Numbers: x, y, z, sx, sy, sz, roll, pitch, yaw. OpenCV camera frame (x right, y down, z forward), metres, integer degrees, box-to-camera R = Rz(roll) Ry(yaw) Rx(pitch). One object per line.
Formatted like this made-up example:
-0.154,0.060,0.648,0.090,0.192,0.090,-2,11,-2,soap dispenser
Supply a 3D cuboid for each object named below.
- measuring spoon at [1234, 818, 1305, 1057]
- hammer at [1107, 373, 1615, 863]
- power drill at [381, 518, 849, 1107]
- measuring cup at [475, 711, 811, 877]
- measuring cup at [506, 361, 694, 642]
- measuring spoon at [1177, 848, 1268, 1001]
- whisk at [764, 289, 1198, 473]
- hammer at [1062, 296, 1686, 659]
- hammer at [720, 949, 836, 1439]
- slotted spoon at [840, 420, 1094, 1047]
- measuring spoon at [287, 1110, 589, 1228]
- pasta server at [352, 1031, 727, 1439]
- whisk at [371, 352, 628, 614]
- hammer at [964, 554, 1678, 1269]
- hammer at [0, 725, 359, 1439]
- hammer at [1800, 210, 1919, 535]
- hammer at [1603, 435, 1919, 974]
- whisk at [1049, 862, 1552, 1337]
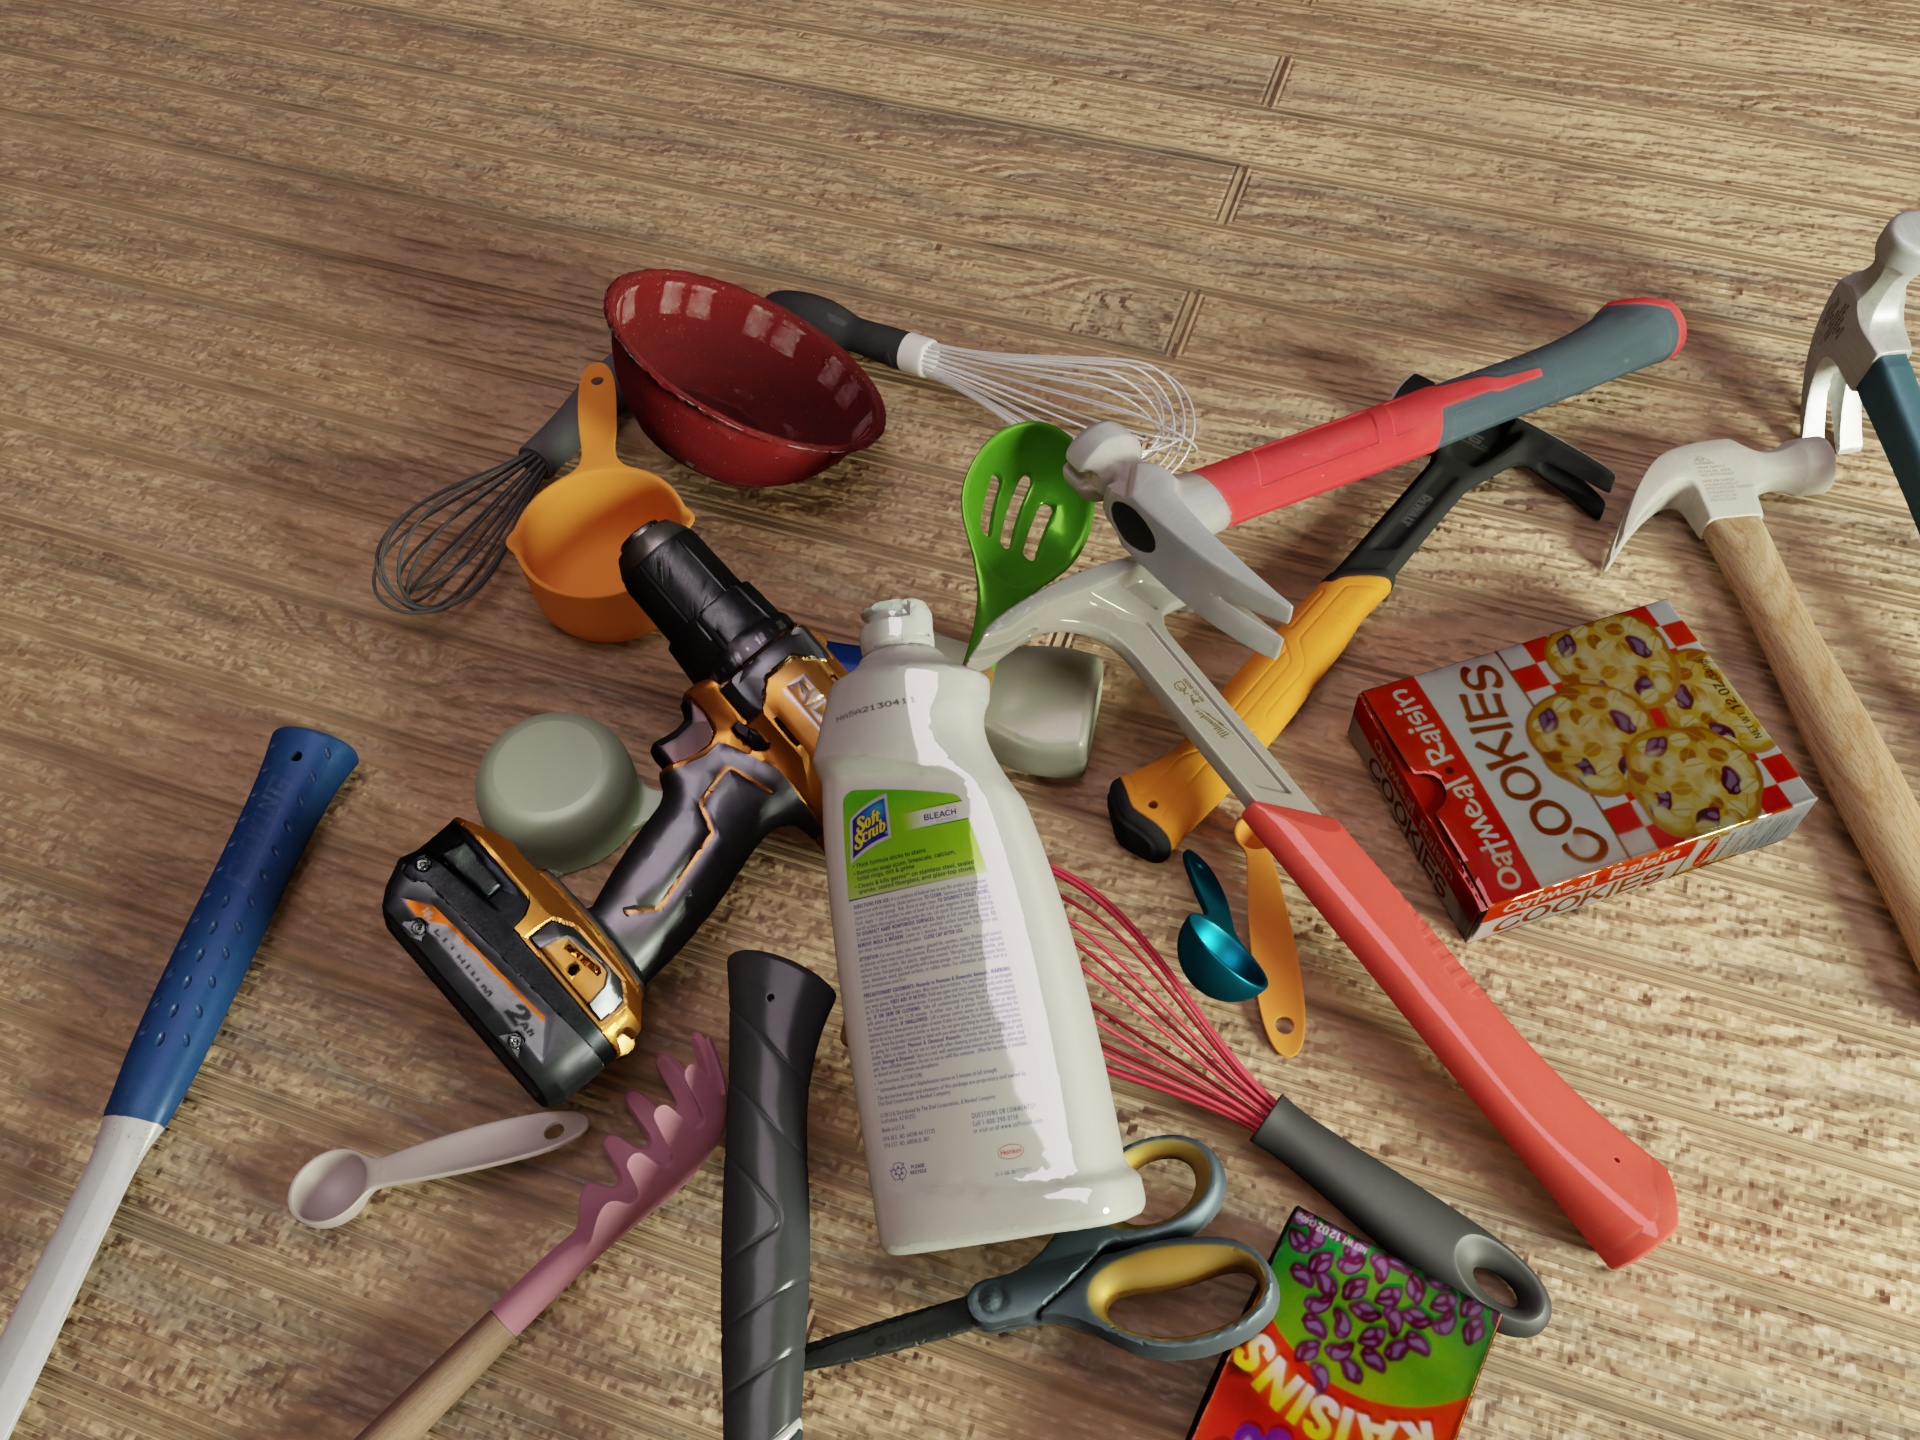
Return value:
0.139,0.096,0.716,0.021,0.011,0.117,-3,59,1,measuring spoon
0.193,-0.049,0.797,0.127,0.034,0.337,34,63,24,hammer
-0.142,0.032,0.697,0.226,0.084,0.185,-41,90,-23,power drill
-0.147,0.032,0.752,0.167,0.038,0.083,1,56,4,measuring cup
-0.188,-0.116,0.849,0.095,0.052,0.174,-8,54,-3,measuring cup
0.103,0.087,0.682,0.042,0.129,0.021,37,104,-9,measuring spoon
0.003,-0.197,0.894,0.285,0.070,0.070,23,60,22,whisk
0.245,-0.142,0.796,0.386,0.038,0.143,-22,53,-27,hammer
-0.075,0.278,0.558,0.149,0.036,0.409,-3,62,2,hammer
-0.001,-0.002,0.713,0.070,0.031,0.314,28,62,-20,slotted spoon
-0.215,0.186,0.661,0.124,0.018,0.034,-13,43,-6,measuring spoon
-0.202,0.247,0.609,0.316,0.060,0.040,-44,101,-21,pasta server
-0.235,-0.143,0.875,0.055,0.055,0.239,23,55,17,whisk
0.156,0.073,0.671,0.149,0.036,0.359,-24,67,-34,hammer
-0.356,0.177,0.664,0.144,0.035,0.406,8,56,7,hammer
0.483,-0.076,0.766,0.033,0.128,0.331,-5,65,0,hammer
0.411,-0.006,0.760,0.130,0.031,0.332,-6,56,-2,hammer
0.109,0.152,0.653,0.296,0.073,0.073,35,64,16,whisk
